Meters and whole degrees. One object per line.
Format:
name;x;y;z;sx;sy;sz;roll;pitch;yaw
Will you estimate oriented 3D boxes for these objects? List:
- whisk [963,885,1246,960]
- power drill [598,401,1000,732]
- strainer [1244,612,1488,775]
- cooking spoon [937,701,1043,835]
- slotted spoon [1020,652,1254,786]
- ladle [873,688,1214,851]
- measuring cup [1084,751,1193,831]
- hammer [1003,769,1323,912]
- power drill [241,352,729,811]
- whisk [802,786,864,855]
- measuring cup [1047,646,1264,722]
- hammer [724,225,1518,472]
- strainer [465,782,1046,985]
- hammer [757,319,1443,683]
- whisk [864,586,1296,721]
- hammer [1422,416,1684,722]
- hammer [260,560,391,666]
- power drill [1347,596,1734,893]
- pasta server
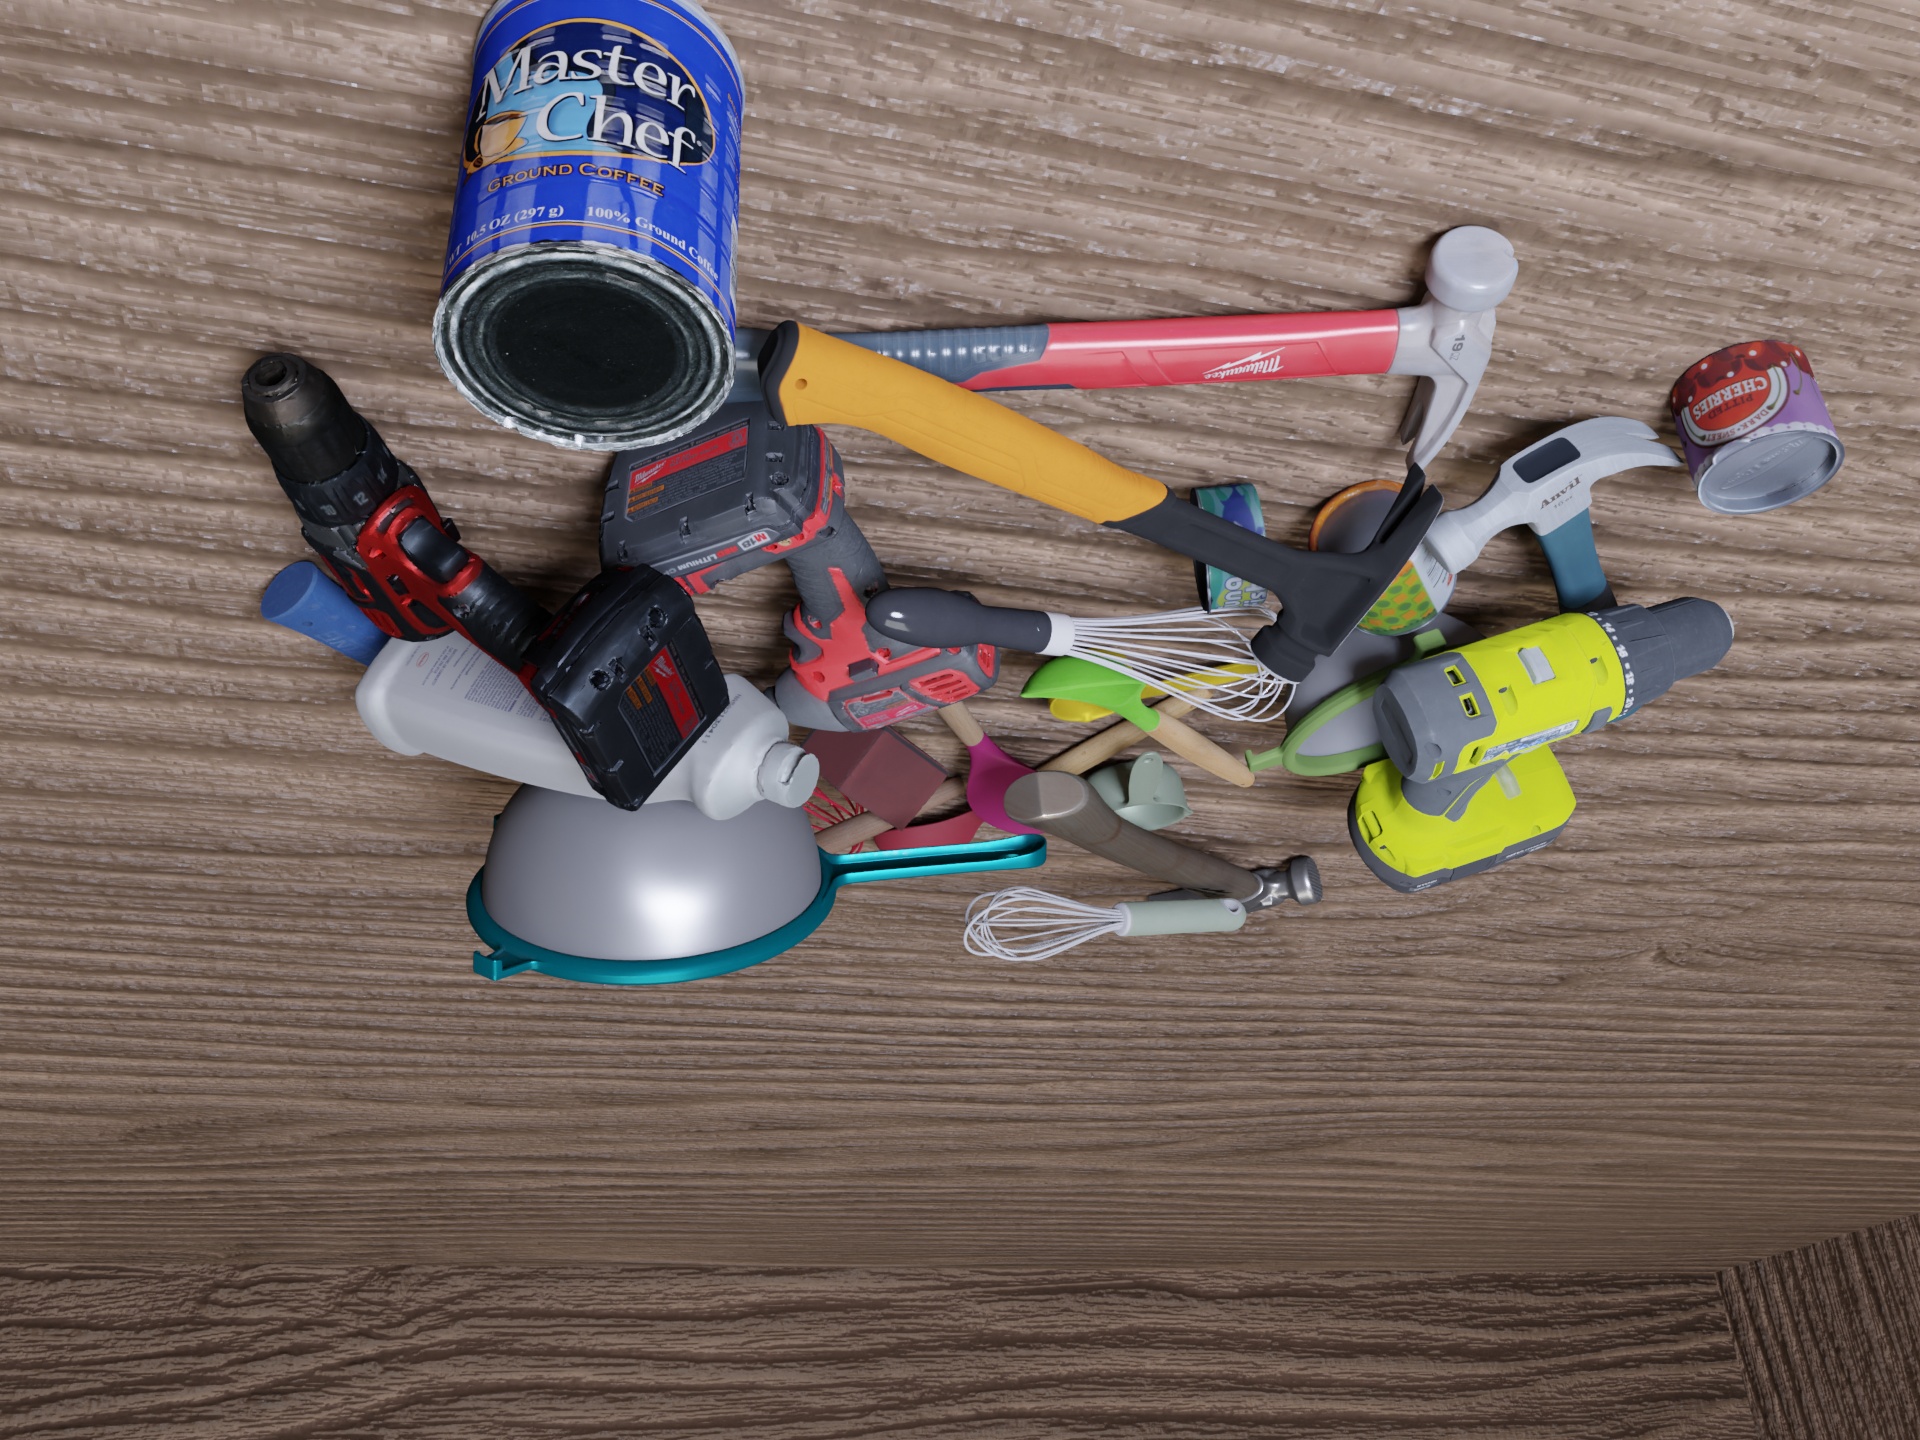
whisk;0.109;0.145;1.150;0.246;0.058;0.059;2;130;-31
power drill;-0.086;-0.066;0.844;0.143;0.079;0.219;-17;144;22
strainer;0.292;-0.029;0.992;0.256;0.069;0.151;-1;151;-42
cooking spoon;-0.002;-0.003;1.013;0.069;0.017;0.318;-15;144;18
slotted spoon;0.128;0.005;1.013;0.070;0.031;0.313;-7;163;29
ladle;0.053;0.044;1.121;0.069;0.031;0.315;15;145;-43
measuring cup;0.119;0.037;1.081;0.083;0.038;0.167;-8;159;-1
hammer;0.130;0.099;1.144;0.146;0.038;0.410;-16;158;26
power drill;-0.231;-0.069;0.753;0.227;0.080;0.187;30;158;20
whisk;-0.163;0.019;1.029;0.073;0.073;0.295;-23;140;31
measuring cup;0.128;-0.033;1.002;0.156;0.029;0.062;-11;155;-10
hammer;0.049;-0.160;0.746;0.386;0.038;0.143;-3;152;-1
strainer;-0.114;0.056;0.924;0.340;0.211;0.095;-4;111;-11
hammer;0.066;-0.114;0.736;0.336;0.034;0.127;17;125;-26
whisk;0.075;-0.044;0.850;0.284;0.070;0.070;6;150;-32
hammer;0.357;-0.069;0.912;0.128;0.033;0.330;-36;147;11
hammer;-0.273;0.013;1.024;0.144;0.035;0.405;-18;147;24
power drill;0.322;0.011;0.919;0.190;0.080;0.228;-17;155;-6
pasta server;-0.102;0.093;1.021;0.060;0.040;0.316;-10;-172;43
